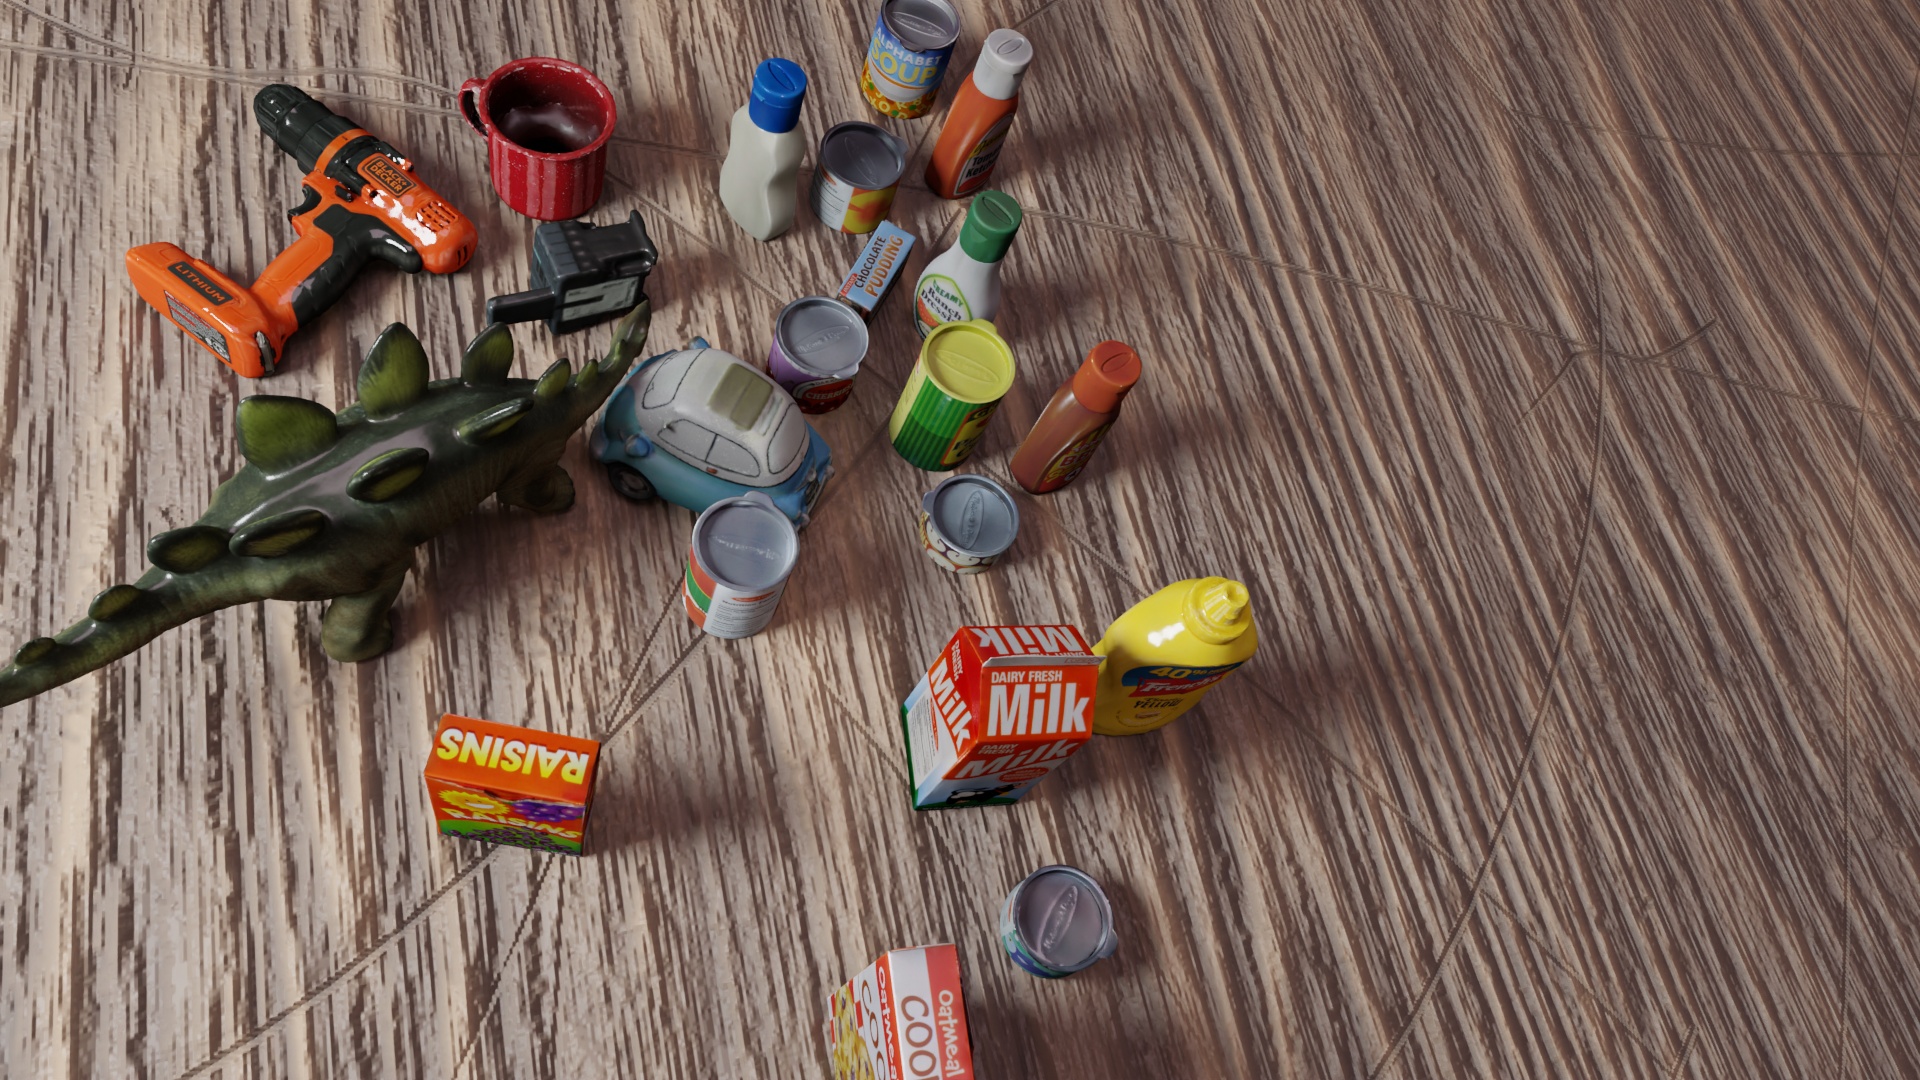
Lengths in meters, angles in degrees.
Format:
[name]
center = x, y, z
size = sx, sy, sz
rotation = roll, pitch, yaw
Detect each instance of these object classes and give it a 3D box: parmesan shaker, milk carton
[parmesan shaker]
center = -0.006, -0.102, 0.989
size = 0.071, 0.102, 0.071
rotation = 7, 63, -14
[milk carton]
center = 0.023, 0.104, 0.843
size = 0.072, 0.189, 0.074
rotation = 0, 65, -17

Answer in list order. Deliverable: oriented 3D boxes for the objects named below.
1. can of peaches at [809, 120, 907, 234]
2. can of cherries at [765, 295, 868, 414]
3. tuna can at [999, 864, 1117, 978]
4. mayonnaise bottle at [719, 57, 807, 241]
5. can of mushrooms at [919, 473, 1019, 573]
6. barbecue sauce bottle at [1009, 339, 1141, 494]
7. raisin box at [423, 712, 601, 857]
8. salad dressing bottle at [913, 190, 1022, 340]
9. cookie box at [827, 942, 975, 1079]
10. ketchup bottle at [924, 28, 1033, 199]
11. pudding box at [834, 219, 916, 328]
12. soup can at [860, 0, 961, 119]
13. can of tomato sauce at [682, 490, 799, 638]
[can of peaches]
center = -0.079, -0.283, 1.083
size = 0.071, 0.057, 0.071
rotation = 7, 63, -14
[can of cherries]
center = -0.103, -0.131, 0.999
size = 0.071, 0.058, 0.072
rotation = 7, 63, -14
[tuna can]
center = 0.062, 0.242, 0.877
size = 0.071, 0.032, 0.071
rotation = 7, 62, -14
[mayonnaise bottle]
center = -0.141, -0.286, 1.014
size = 0.041, 0.147, 0.065
rotation = -34, 78, -28
[can of mushrooms]
center = 0.004, -0.012, 0.987
size = 0.071, 0.033, 0.071
rotation = 7, 62, -14
[barbecue sauce bottle]
center = 0.084, -0.087, 0.983
size = 0.065, 0.147, 0.044
rotation = -30, 76, -27
[raisin box]
center = -0.250, 0.140, 0.780
size = 0.086, 0.122, 0.040
rotation = 13, 61, -10
[salad dressing bottle]
center = 0.006, -0.196, 1.014
size = 0.064, 0.147, 0.044
rotation = 44, 61, 7
[cookie box]
center = -0.031, 0.293, 0.745
size = 0.040, 0.166, 0.123
rotation = -2, 65, -18
[ketchup bottle]
center = 0.016, -0.333, 1.086
size = 0.043, 0.148, 0.065
rotation = 46, 61, 8
[pudding box]
center = -0.068, -0.195, 1.048
size = 0.030, 0.049, 0.084
rotation = 28, 60, -2
[soup can]
center = -0.043, -0.396, 1.137
size = 0.071, 0.083, 0.071
rotation = 7, 63, -14
[can of tomato sauce]
center = -0.144, 0.017, 0.898
size = 0.071, 0.082, 0.071
rotation = 7, 63, -14
